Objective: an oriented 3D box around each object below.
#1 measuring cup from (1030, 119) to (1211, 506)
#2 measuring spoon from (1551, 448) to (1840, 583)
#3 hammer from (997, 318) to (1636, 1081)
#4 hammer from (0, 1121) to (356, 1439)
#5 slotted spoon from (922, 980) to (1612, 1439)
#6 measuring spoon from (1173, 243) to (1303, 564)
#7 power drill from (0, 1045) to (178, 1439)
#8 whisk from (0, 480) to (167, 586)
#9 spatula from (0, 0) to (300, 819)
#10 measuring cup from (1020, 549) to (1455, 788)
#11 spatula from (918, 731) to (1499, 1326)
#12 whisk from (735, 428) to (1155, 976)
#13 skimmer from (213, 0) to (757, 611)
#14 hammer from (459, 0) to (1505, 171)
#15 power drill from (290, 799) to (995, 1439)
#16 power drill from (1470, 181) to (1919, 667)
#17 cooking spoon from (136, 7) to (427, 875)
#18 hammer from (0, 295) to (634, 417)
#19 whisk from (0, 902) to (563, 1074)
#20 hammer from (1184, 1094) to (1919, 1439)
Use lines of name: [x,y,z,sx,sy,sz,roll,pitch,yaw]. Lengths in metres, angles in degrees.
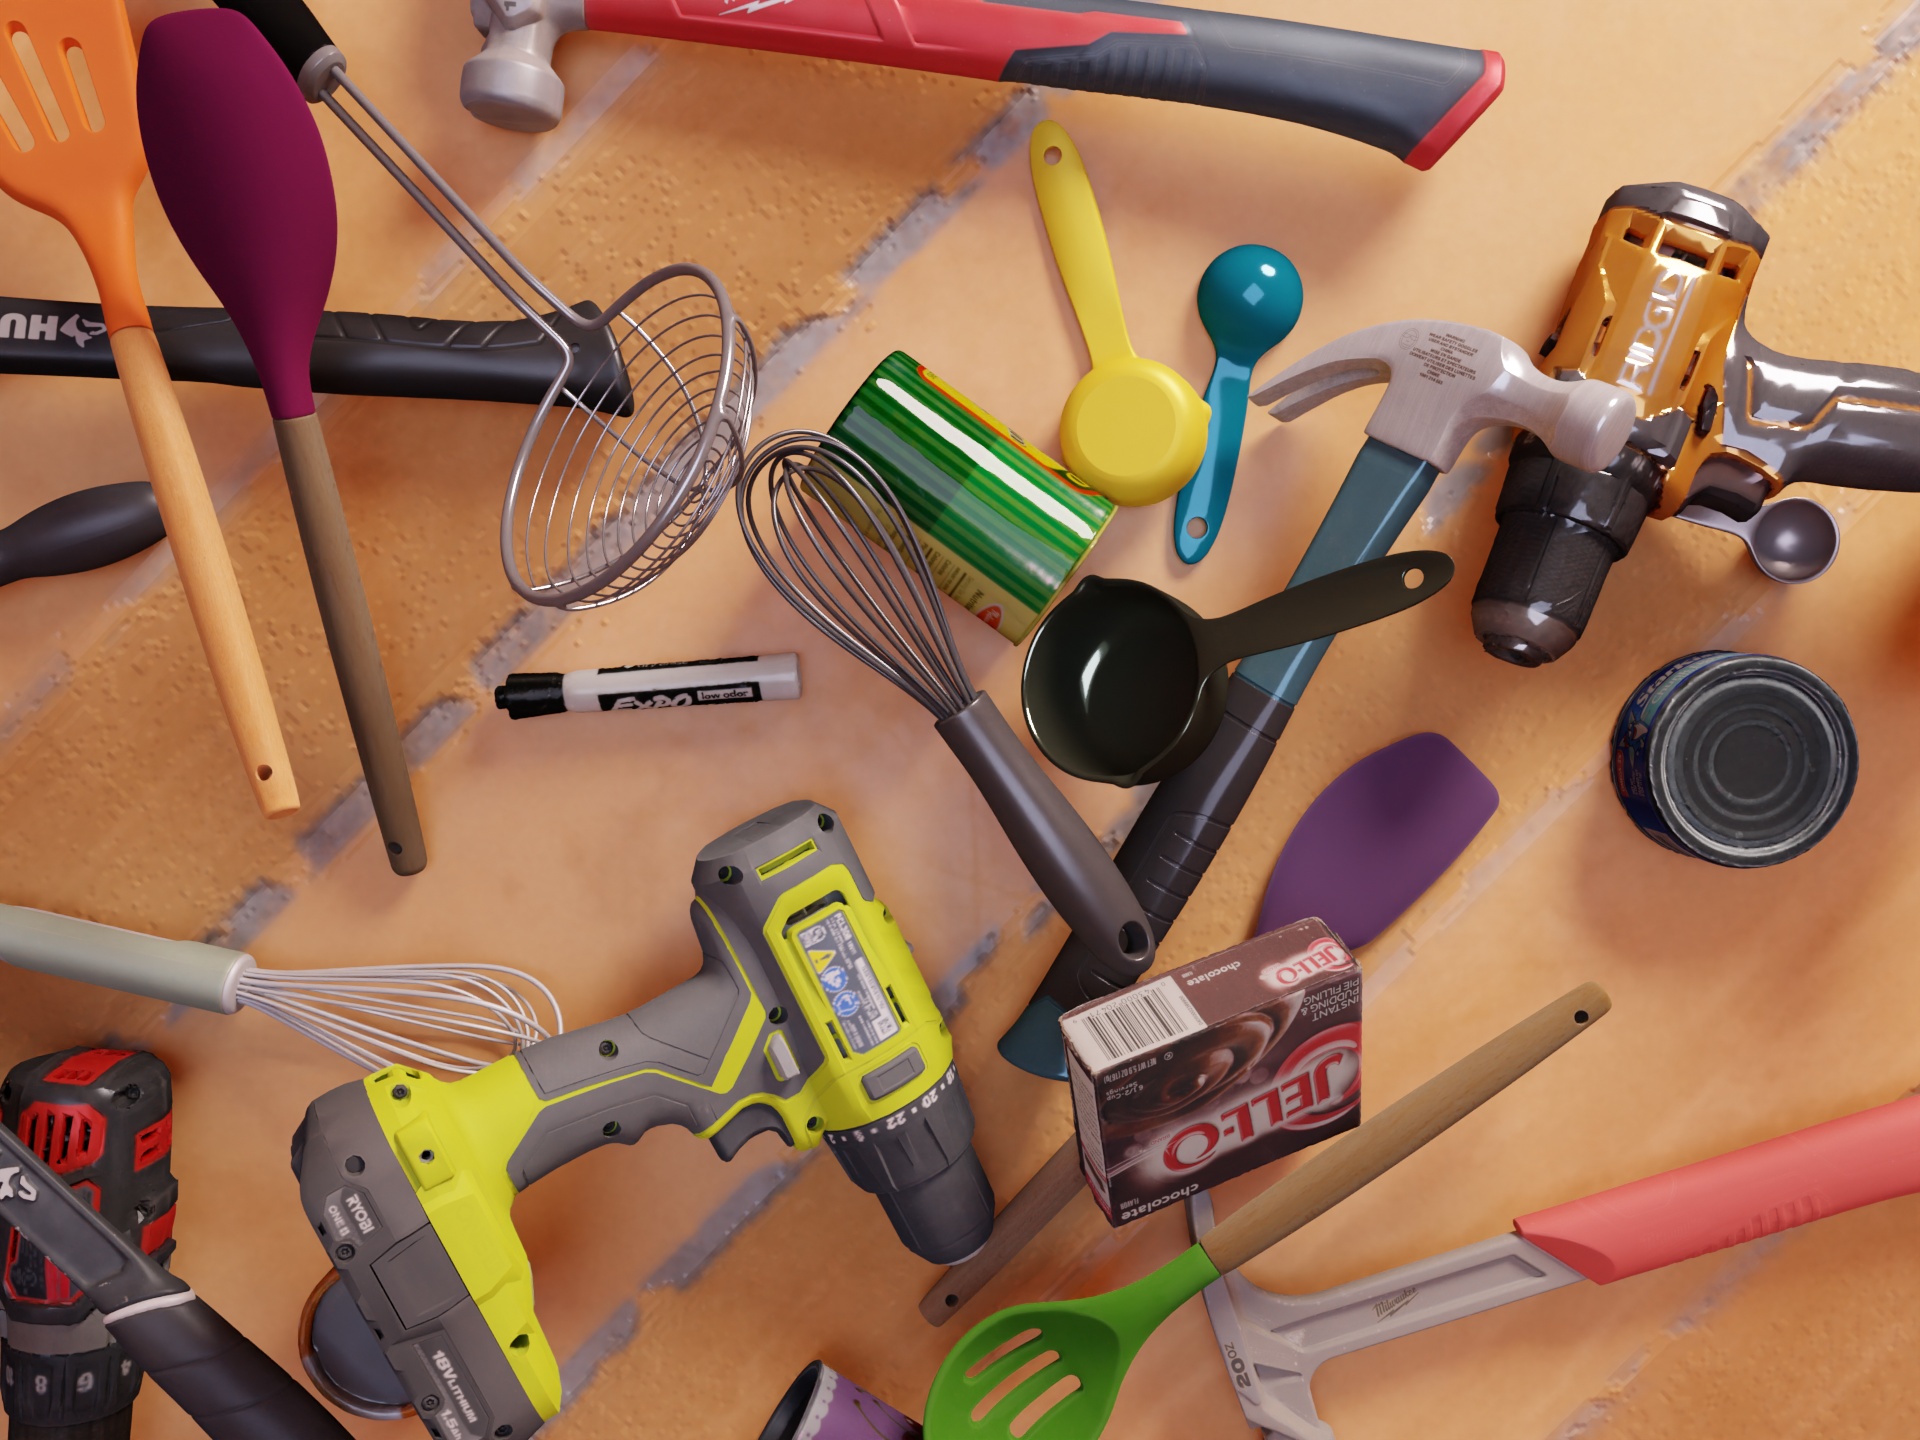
measuring cup: [0.052,-0.159,0.615,0.062,0.029,0.156,-16,91,15]
measuring spoon: [0.288,-0.089,0.637,0.124,0.018,0.034,24,93,5]
hammer: [0.110,0.001,0.607,0.128,0.033,0.331,37,103,35]
hammer: [-0.312,0.202,0.574,0.149,0.036,0.409,-45,93,-7]
slotted spoon: [0.119,0.195,0.613,0.314,0.031,0.070,-35,97,1]
measuring spoon: [0.106,-0.124,0.625,0.042,0.021,0.128,12,94,-2]
power drill: [-0.426,0.217,0.620,0.226,0.080,0.188,5,94,-4]
whisk: [-0.439,-0.039,0.610,0.284,0.070,0.070,-19,94,-4]
spatula: [-0.290,-0.118,0.562,0.081,0.041,0.323,-20,81,-9]
measuring cup: [0.101,-0.025,0.575,0.167,0.038,0.083,-19,71,29]
spatula: [0.094,0.128,0.645,0.059,0.018,0.316,43,91,-5]
whisk: [-0.001,-0.001,0.575,0.055,0.055,0.239,-36,98,2]
skimmer: [-0.205,-0.192,0.557,0.363,0.090,0.127,47,110,7]
hammer: [0.011,-0.276,0.600,0.386,0.038,0.143,8,92,1]
power drill: [-0.105,0.161,0.592,0.228,0.080,0.190,-28,100,-20]
power drill: [0.312,-0.077,0.585,0.226,0.084,0.185,23,84,8]
cooking spoon: [-0.236,-0.086,0.580,0.069,0.017,0.318,-1,113,12]
hammer: [-0.293,-0.138,0.605,0.334,0.035,0.146,3,78,-4]
whisk: [-0.278,0.106,0.631,0.246,0.057,0.059,12,60,1]
hammer: [0.274,0.195,0.644,0.359,0.037,0.149,-18,94,1]
